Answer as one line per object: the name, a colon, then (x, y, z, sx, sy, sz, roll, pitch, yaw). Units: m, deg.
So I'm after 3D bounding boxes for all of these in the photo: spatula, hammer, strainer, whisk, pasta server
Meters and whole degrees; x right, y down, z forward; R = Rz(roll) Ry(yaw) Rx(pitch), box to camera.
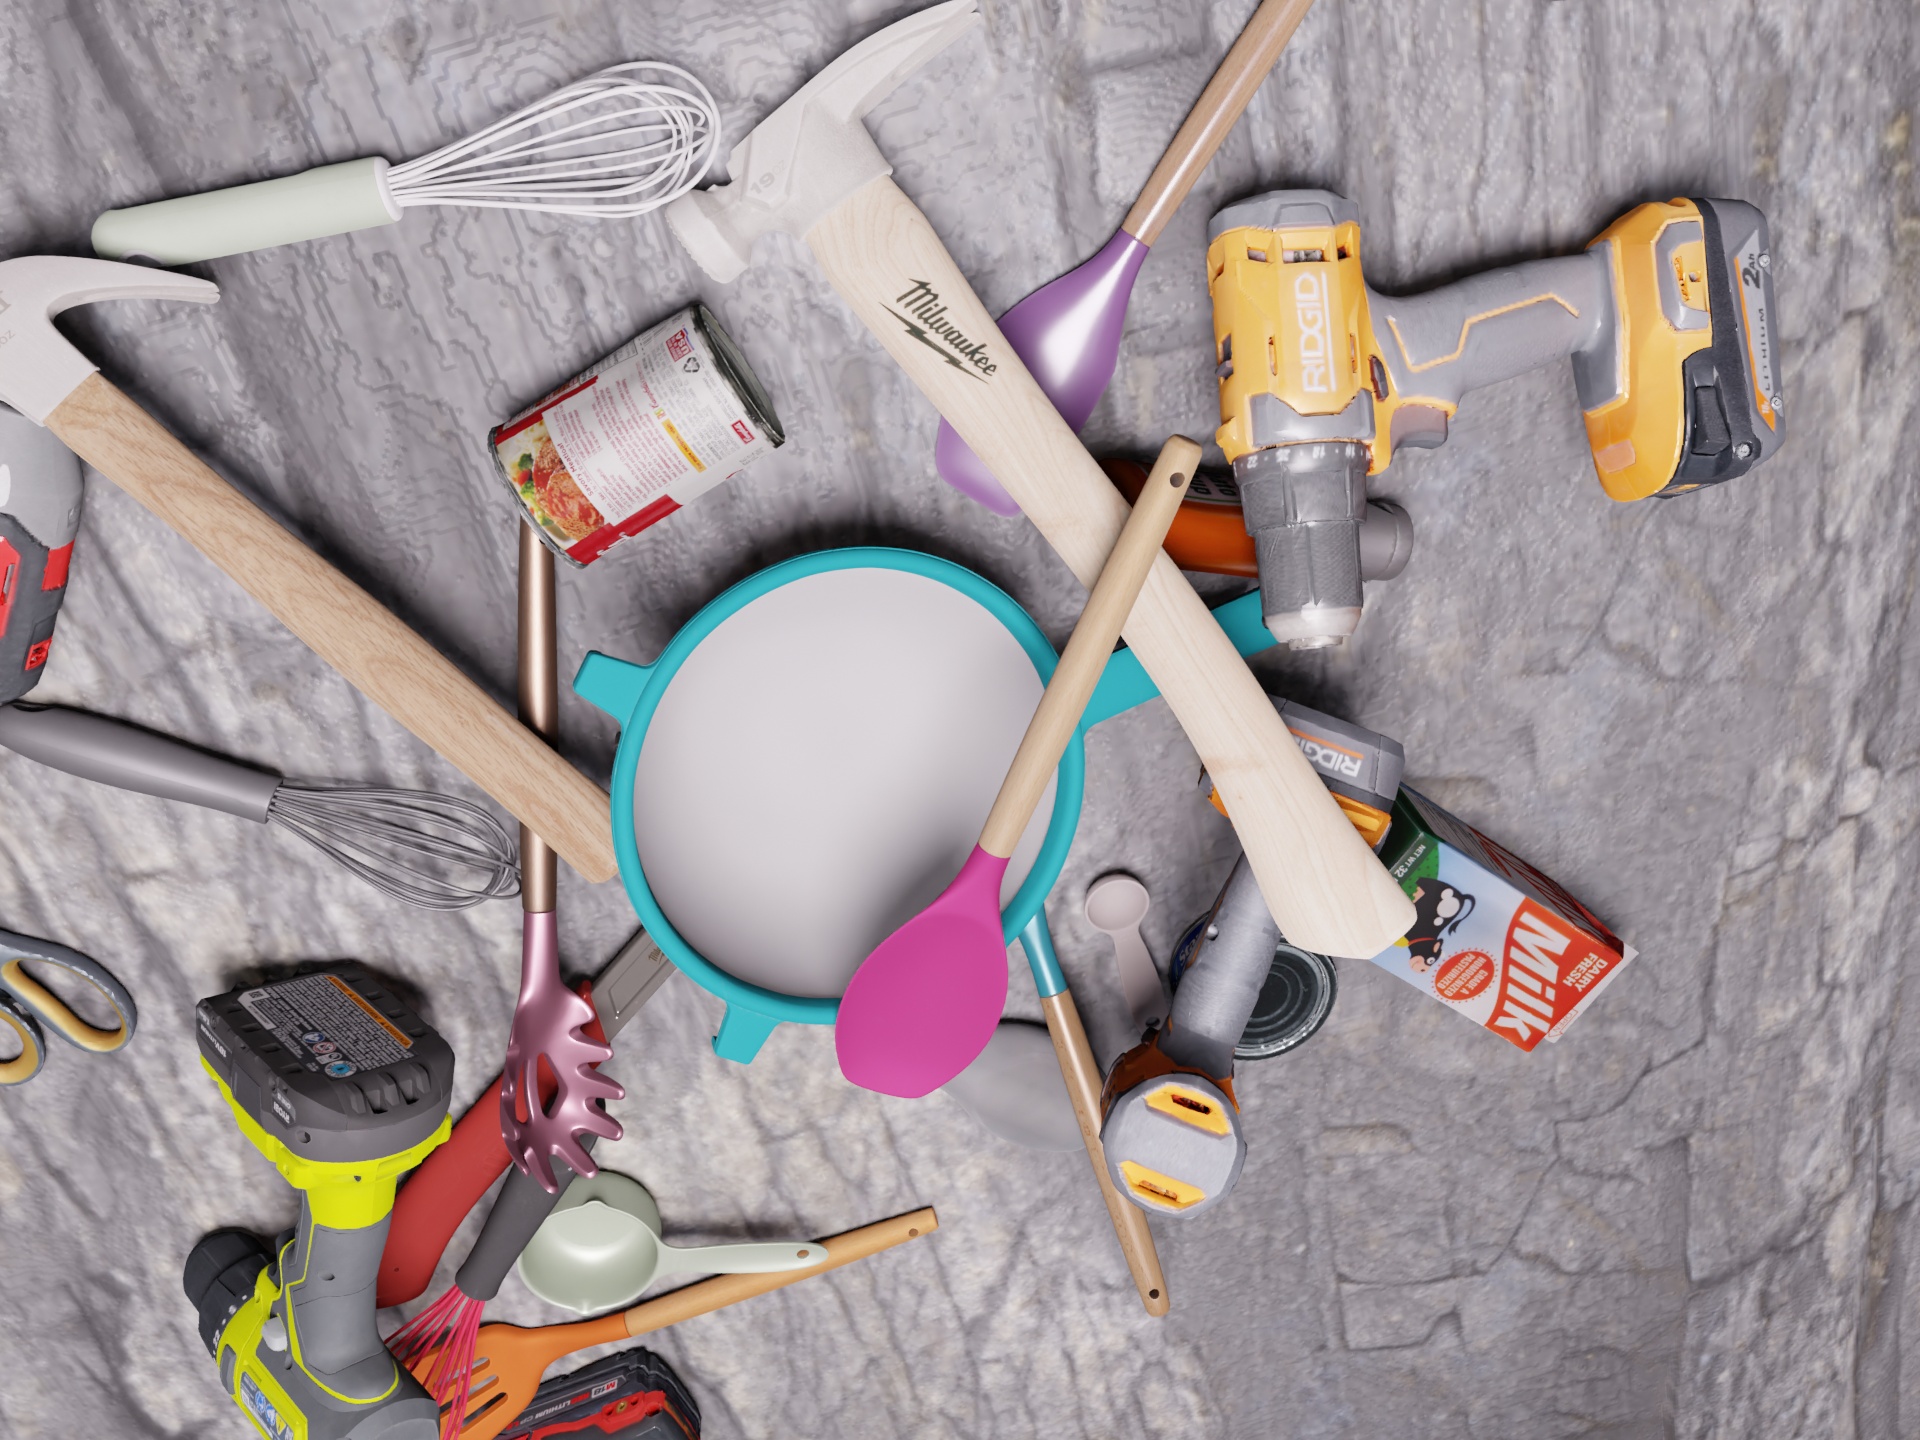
spatula: (0.055, 0.166, 0.813, 0.082, 0.044, 0.317, -19, 97, 1)
hammer: (-0.257, -0.049, 0.641, 0.331, 0.031, 0.130, 44, 77, -22)
strainer: (-0.001, -0.002, 0.732, 0.340, 0.095, 0.211, -23, 111, -17)
whisk: (-0.259, 0.305, 0.819, 0.073, 0.073, 0.296, 27, 103, -21)
whisk: (-0.314, 0.038, 0.719, 0.239, 0.055, 0.055, 19, 113, -13)
spatula: (-0.165, 0.340, 0.900, 0.322, 0.041, 0.081, -19, 107, 0)
hammer: (0.061, -0.082, 0.638, 0.146, 0.038, 0.410, -36, 94, 11)
spatula: (0.086, -0.225, 0.662, 0.059, 0.018, 0.316, 32, 109, -10)
pasta server: (-0.187, 0.061, 0.722, 0.060, 0.040, 0.316, -11, 110, -47)
hammer: (-0.215, 0.171, 0.809, 0.149, 0.037, 0.359, 36, 106, -23)
whisk: (-0.213, -0.208, 0.613, 0.246, 0.058, 0.059, -11, 84, 0)

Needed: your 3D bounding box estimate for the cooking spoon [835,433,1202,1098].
cooking spoon: (0.024, 0.031, 0.645, 0.068, 0.017, 0.318, 19, 114, -13)

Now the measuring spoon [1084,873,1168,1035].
measuring spoon: (0.091, 0.126, 0.849, 0.034, 0.018, 0.124, -19, 125, 1)

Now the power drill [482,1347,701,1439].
power drill: (-0.223, 0.473, 0.854, 0.188, 0.227, 0.080, -23, 118, 3)

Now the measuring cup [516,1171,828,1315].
measuring cup: (-0.157, 0.284, 0.876, 0.167, 0.038, 0.083, 4, 116, -13)

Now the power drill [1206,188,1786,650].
power drill: (0.218, -0.127, 0.667, 0.226, 0.084, 0.185, -4, 88, -6)

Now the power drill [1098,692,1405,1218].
power drill: (0.126, 0.107, 0.751, 0.084, 0.164, 0.226, 21, 89, 6)

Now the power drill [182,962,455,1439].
power drill: (-0.319, 0.240, 0.768, 0.080, 0.191, 0.228, -10, 116, -47)

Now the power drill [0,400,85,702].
power drill: (-0.459, -0.100, 0.611, 0.219, 0.079, 0.143, 18, 113, -20)
